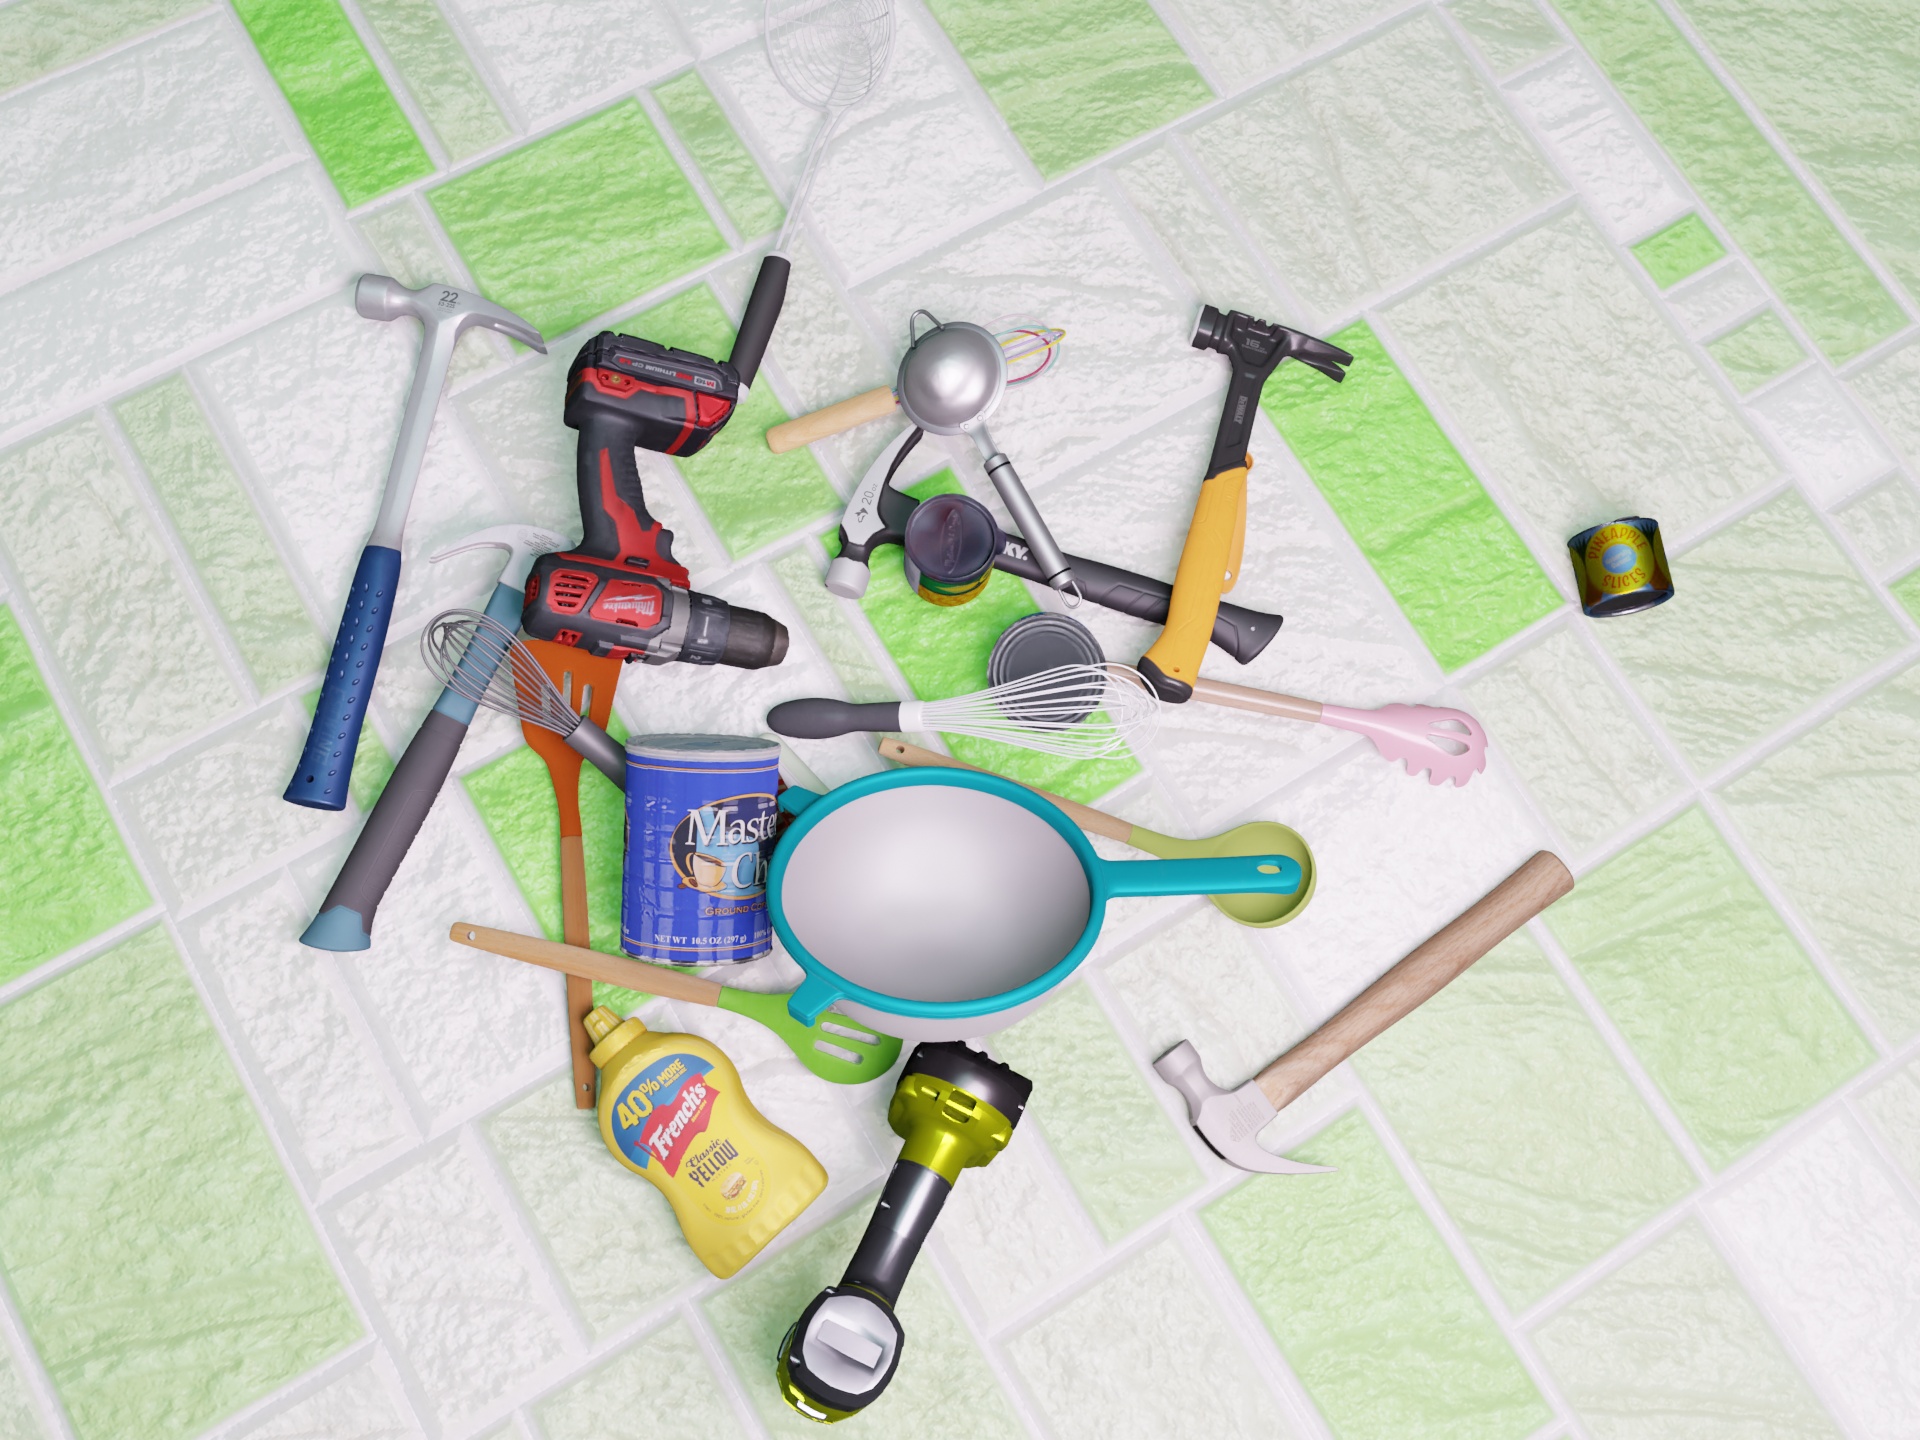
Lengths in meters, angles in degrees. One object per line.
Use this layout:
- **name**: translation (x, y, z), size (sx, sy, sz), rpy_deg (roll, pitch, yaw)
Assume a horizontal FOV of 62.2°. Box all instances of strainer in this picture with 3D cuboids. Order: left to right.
- **strainer**: translation (0.024, -0.195, 1.162), size (0.087, 0.050, 0.258), rpy_deg (-30, 85, 14)
- **strainer**: translation (0.047, 0.130, 1.020), size (0.340, 0.095, 0.211), rpy_deg (-2, 40, -8)

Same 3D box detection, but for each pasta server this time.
- **pasta server**: translation (0.237, -0.009, 1.175), size (0.316, 0.040, 0.060), rpy_deg (11, 75, 3)

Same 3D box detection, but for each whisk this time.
- **whisk**: translation (-0.264, 0.009, 1.084), size (0.238, 0.055, 0.055), rpy_deg (41, 74, -21)
- **whisk**: translation (-0.063, 0.098, 1.110), size (0.246, 0.057, 0.059), rpy_deg (46, 40, 15)
- **whisk**: translation (-0.033, -0.254, 1.217), size (0.245, 0.051, 0.047), rpy_deg (-22, 57, -5)
- **whisk**: translation (-0.002, -0.002, 1.114), size (0.284, 0.070, 0.070), rpy_deg (-2, 74, 15)

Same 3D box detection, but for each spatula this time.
- **spatula**: translation (-0.266, 0.103, 1.099), size (0.081, 0.041, 0.323), rpy_deg (0, 76, -27)

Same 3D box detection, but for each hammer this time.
- **hammer**: translation (-0.411, -0.133, 1.155), size (0.144, 0.035, 0.406), rpy_deg (9, 75, -1)
- **hammer**: translation (-0.361, 0.011, 1.111), size (0.128, 0.033, 0.331), rpy_deg (28, 77, -17)
- **hammer**: translation (0.078, -0.116, 1.187), size (0.335, 0.035, 0.146), rpy_deg (18, 75, 1)
- **hammer**: translation (0.199, -0.160, 1.182), size (0.127, 0.034, 0.337), rpy_deg (18, 66, 1)
- **hammer**: translation (0.303, 0.199, 1.119), size (0.331, 0.031, 0.130), rpy_deg (-34, 79, -12)

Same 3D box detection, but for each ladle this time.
- **ladle**: translation (0.096, 0.067, 1.107), size (0.320, 0.062, 0.078), rpy_deg (20, 71, -6)

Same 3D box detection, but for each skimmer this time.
- **skimmer**: translation (-0.139, -0.425, 1.226), size (0.127, 0.090, 0.363), rpy_deg (8, 75, 32)

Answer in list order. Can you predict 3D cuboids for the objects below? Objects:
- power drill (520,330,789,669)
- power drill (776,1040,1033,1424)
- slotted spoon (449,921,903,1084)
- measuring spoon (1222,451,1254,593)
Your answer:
- **power drill**: translation (-0.207, -0.146, 1.139), size (0.187, 0.080, 0.227), rpy_deg (11, 71, -25)
- **power drill**: translation (-0.045, 0.326, 0.998), size (0.080, 0.190, 0.229), rpy_deg (27, 61, 3)
- **slotted spoon**: translation (-0.189, 0.182, 1.073), size (0.313, 0.031, 0.070), rpy_deg (15, 79, -6)
- **measuring spoon**: translation (0.209, -0.152, 1.220), size (0.021, 0.011, 0.117), rpy_deg (10, 78, -2)
